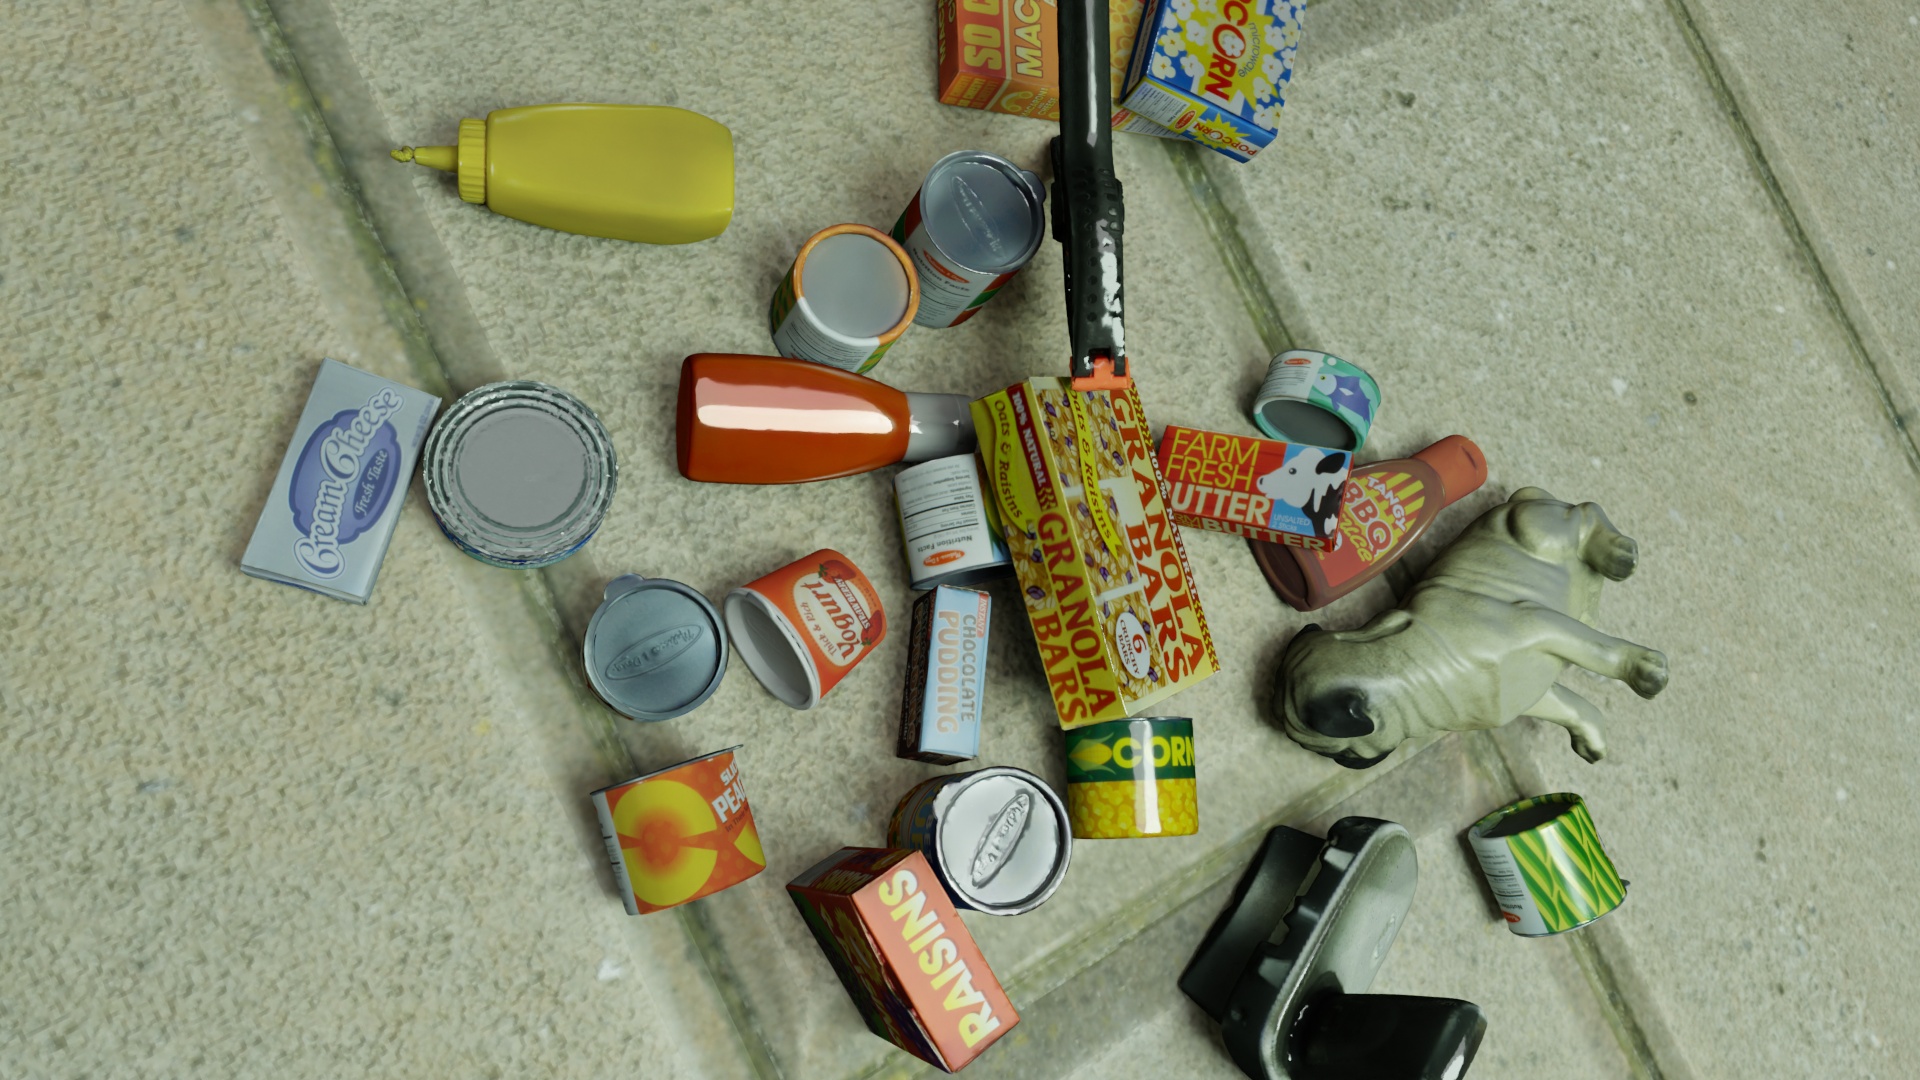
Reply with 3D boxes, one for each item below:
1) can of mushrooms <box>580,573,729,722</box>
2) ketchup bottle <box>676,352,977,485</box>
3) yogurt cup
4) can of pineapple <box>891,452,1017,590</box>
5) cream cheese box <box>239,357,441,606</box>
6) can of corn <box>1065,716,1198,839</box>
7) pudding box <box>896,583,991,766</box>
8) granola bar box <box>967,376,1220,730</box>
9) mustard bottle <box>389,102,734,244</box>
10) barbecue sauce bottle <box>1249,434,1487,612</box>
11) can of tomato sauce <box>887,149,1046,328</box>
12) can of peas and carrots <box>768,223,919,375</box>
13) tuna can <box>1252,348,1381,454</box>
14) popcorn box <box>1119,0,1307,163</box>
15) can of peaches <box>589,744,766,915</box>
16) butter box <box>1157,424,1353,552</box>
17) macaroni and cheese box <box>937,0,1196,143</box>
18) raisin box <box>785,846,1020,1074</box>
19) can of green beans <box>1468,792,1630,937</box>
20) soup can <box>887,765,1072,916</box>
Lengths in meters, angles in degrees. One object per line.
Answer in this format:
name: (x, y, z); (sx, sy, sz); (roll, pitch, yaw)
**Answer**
can of mushrooms: (-0.146, 0.050, 0.656); (0.071, 0.033, 0.071); (4, 77, -18)
ketchup bottle: (-0.066, -0.059, 0.700); (0.149, 0.043, 0.064); (1, 101, -20)
yogurt cup: (-0.073, 0.040, 0.669); (0.054, 0.072, 0.072); (-35, 91, -30)
can of pineapple: (0.003, -0.009, 0.705); (0.071, 0.071, 0.058); (-7, 81, -21)
cream cheese box: (-0.279, -0.026, 0.631); (0.053, 0.024, 0.104); (18, 73, -14)
can of corn: (0.088, 0.120, 0.702); (0.071, 0.071, 0.058); (2, 79, -19)
pudding box: (-0.008, 0.068, 0.692); (0.030, 0.049, 0.084); (10, 75, -16)
granola bar box: (0.070, 0.001, 0.702); (0.124, 0.039, 0.165); (-11, 83, -59)
mustard bottle: (-0.194, -0.184, 0.683); (0.160, 0.048, 0.065); (1, 78, -18)
barbecue sauce bottle: (0.239, -0.017, 0.801); (0.149, 0.043, 0.065); (-26, 80, -23)
can of tomato sauce: (-0.001, -0.156, 0.726); (0.071, 0.083, 0.071); (4, 77, -19)
can of peas and carrots: (-0.059, -0.123, 0.712); (0.071, 0.058, 0.071); (4, 77, -19)
tuna can: (0.204, -0.075, 0.790); (0.071, 0.071, 0.033); (30, 71, -11)
popcorn box: (0.147, -0.289, 0.789); (0.085, 0.038, 0.127); (20, 73, -15)
can of peaches: (-0.124, 0.130, 0.627); (0.071, 0.071, 0.058); (-15, 85, -22)
butter box: (0.157, -0.029, 0.757); (0.103, 0.024, 0.053); (10, 72, 19)
macaroni and cheese box: (0.069, -0.305, 0.807); (0.167, 0.040, 0.124); (2, 78, -20)
raisin box: (-0.030, 0.182, 0.619); (0.040, 0.123, 0.086); (-30, 90, -23)
can of green beans: (0.327, 0.180, 0.775); (0.071, 0.071, 0.058); (-22, 86, -22)
soup can: (0.005, 0.141, 0.661); (0.071, 0.083, 0.071); (4, 77, -19)
